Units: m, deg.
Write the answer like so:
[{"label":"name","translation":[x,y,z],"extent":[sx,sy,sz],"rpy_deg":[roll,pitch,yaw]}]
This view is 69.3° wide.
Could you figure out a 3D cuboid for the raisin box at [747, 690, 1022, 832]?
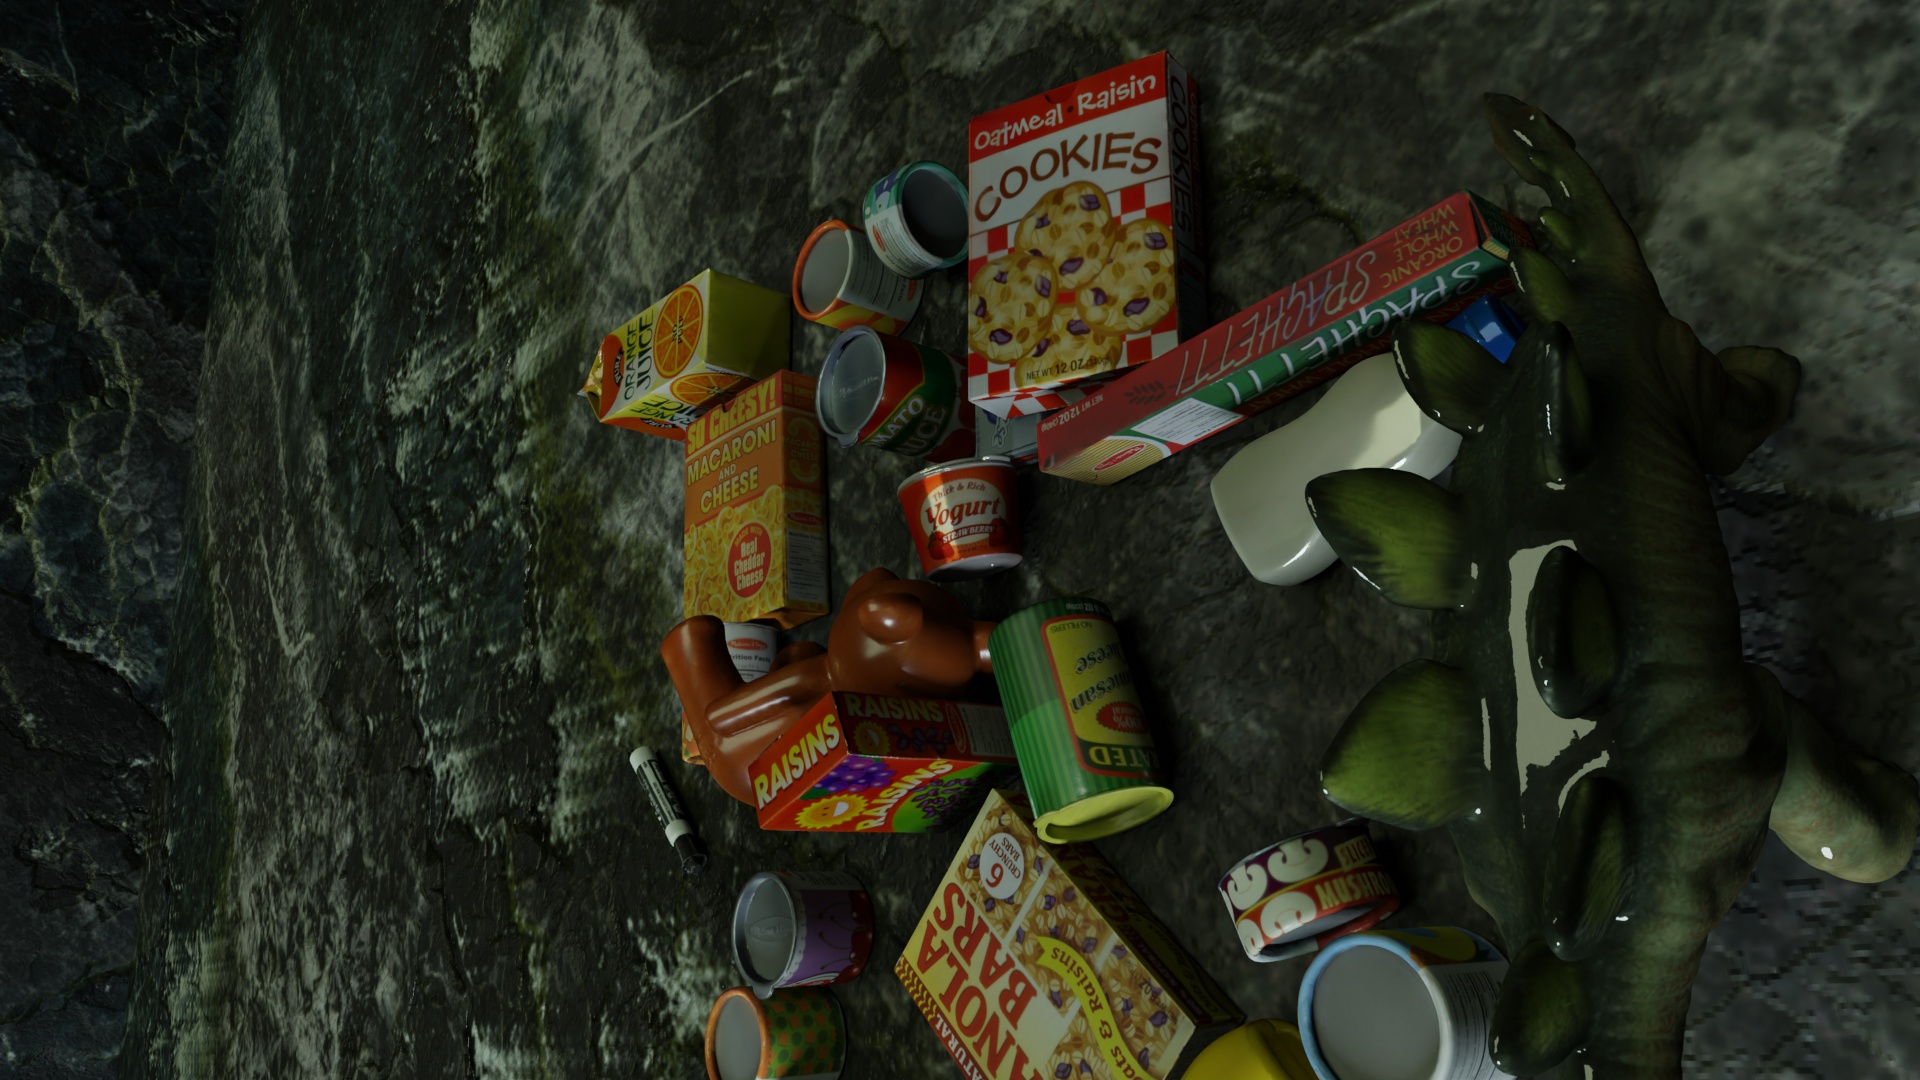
[{"label":"raisin box","translation":[-0.037,0.118,0.733],"extent":[0.085,0.123,0.040],"rpy_deg":[-42,52,36]}]

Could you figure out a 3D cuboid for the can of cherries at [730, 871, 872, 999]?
[{"label":"can of cherries","translation":[-0.094,0.232,0.822],"extent":[0.071,0.058,0.071],"rpy_deg":[-15,70,46]}]

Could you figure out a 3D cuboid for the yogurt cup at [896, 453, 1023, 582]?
[{"label":"yogurt cup","translation":[0.003,-0.010,0.767],"extent":[0.072,0.072,0.054],"rpy_deg":[-26,70,43]}]

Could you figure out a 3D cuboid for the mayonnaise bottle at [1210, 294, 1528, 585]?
[{"label":"mayonnaise bottle","translation":[0.175,-0.043,0.591],"extent":[0.147,0.041,0.065],"rpy_deg":[-42,53,34]}]

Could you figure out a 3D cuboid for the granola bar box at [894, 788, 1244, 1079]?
[{"label":"granola bar box","translation":[0.046,0.220,0.676],"extent":[0.166,0.039,0.124],"rpy_deg":[44,113,45]}]

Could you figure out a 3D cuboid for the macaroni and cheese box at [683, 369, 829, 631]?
[{"label":"macaroni and cheese box","translation":[-0.143,-0.019,0.956],"extent":[0.123,0.040,0.167],"rpy_deg":[-22,65,44]}]

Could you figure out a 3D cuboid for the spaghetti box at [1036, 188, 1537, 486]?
[{"label":"spaghetti box","translation":[0.138,-0.083,0.636],"extent":[0.249,0.050,0.029],"rpy_deg":[-27,63,43]}]

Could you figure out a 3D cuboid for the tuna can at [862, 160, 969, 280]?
[{"label":"tuna can","translation":[-0.022,-0.196,0.842],"extent":[0.032,0.071,0.071],"rpy_deg":[-12,72,47]}]

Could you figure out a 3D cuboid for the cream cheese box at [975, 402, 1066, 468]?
[{"label":"cream cheese box","translation":[0.033,-0.095,0.782],"extent":[0.053,0.024,0.104],"rpy_deg":[-16,69,45]}]

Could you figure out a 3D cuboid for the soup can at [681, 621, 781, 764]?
[{"label":"soup can","translation":[-0.151,0.103,0.917],"extent":[0.071,0.071,0.084],"rpy_deg":[-22,65,45]}]

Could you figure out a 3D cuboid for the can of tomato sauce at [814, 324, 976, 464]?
[{"label":"can of tomato sauce","translation":[-0.032,-0.081,0.808],"extent":[0.071,0.083,0.071],"rpy_deg":[-15,70,47]}]

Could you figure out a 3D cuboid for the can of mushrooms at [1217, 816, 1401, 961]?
[{"label":"can of mushrooms","translation":[0.143,0.142,0.561],"extent":[0.070,0.071,0.033],"rpy_deg":[-44,51,34]}]

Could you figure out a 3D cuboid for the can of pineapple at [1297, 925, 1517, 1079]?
[{"label":"can of pineapple","translation":[0.170,0.181,0.527],"extent":[0.071,0.058,0.071],"rpy_deg":[-15,70,47]}]

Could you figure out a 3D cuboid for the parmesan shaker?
[{"label":"parmesan shaker","translation":[0.054,0.086,0.675],"extent":[0.071,0.071,0.103],"rpy_deg":[-40,53,36]}]

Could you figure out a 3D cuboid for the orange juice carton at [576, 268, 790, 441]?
[{"label":"orange juice carton","translation":[-0.210,-0.128,1.038],"extent":[0.192,0.072,0.073],"rpy_deg":[-18,67,46]}]

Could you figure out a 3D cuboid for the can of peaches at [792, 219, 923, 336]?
[{"label":"can of peaches","translation":[-0.068,-0.166,0.891],"extent":[0.071,0.058,0.071],"rpy_deg":[-14,70,46]}]

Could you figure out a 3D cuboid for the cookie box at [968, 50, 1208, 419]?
[{"label":"cookie box","translation":[0.064,-0.158,0.728],"extent":[0.123,0.040,0.168],"rpy_deg":[-9,73,33]}]

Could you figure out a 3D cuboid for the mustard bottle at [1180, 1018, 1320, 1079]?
[{"label":"mustard bottle","translation":[0.102,0.276,0.589],"extent":[0.159,0.049,0.065],"rpy_deg":[-60,43,21]}]

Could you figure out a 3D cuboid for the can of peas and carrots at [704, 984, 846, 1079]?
[{"label":"can of peas and carrots","translation":[-0.111,0.295,0.825],"extent":[0.071,0.059,0.071],"rpy_deg":[-15,70,46]}]
